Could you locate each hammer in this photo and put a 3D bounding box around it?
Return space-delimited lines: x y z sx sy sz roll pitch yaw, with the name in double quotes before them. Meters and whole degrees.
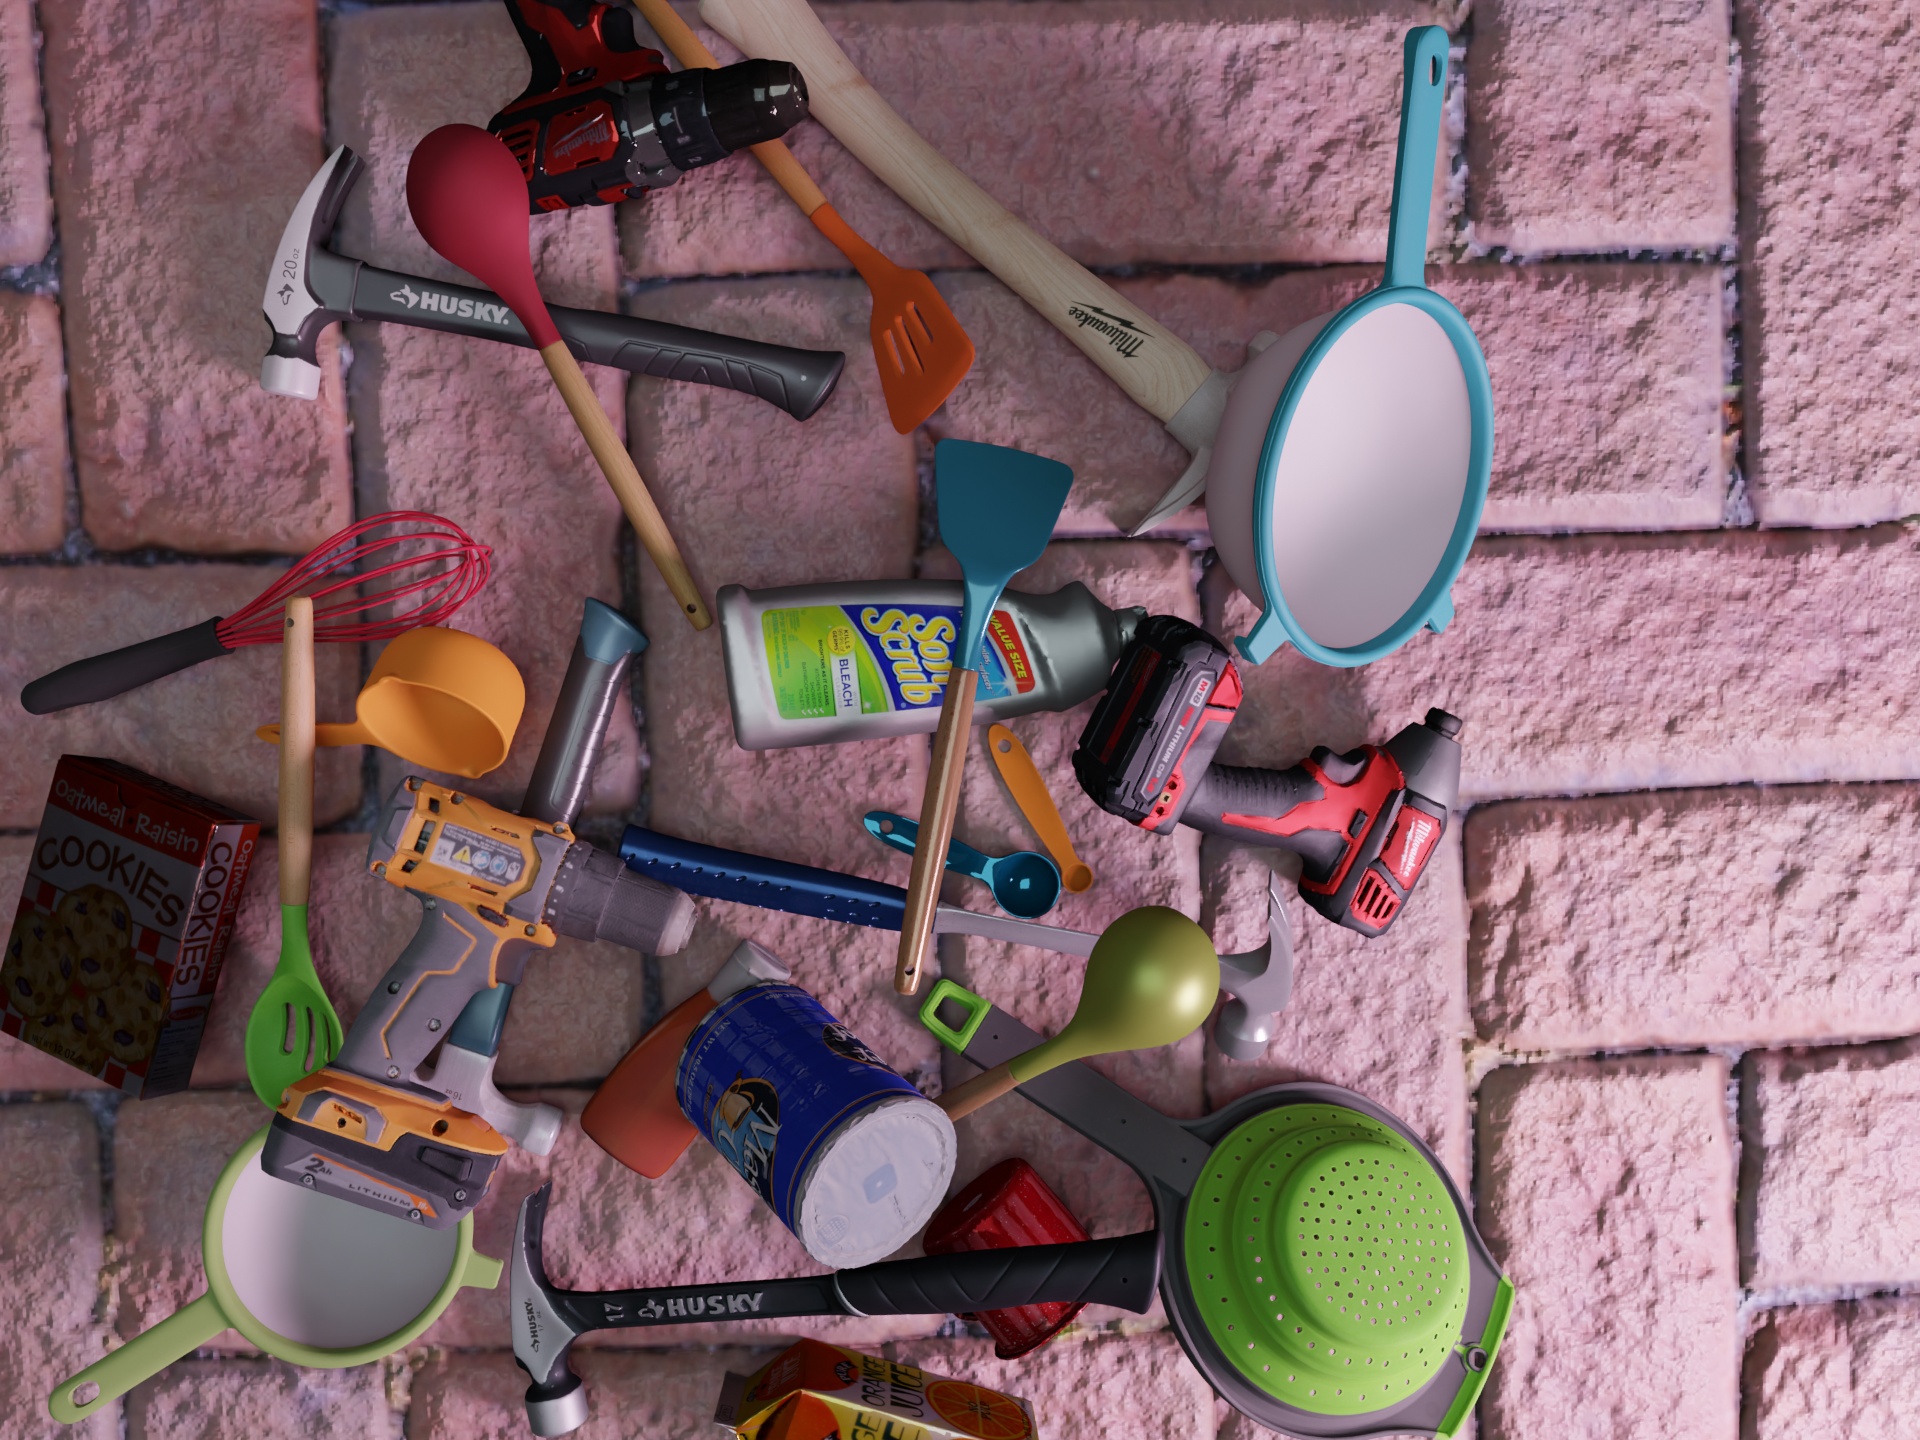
"hammer" -0.081 0.327 0.922 0.409 0.036 0.149 -10 91 16
"hammer" -0.235 -0.236 0.937 0.334 0.035 0.146 10 94 -3
"hammer" -0.256 0.089 0.956 0.128 0.033 0.331 19 92 -4
"hammer" 0.006 -0.287 0.943 0.410 0.038 0.146 40 93 -3
"hammer" -0.003 0.114 0.941 0.405 0.035 0.144 11 135 2

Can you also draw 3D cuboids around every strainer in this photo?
"strainer" 0.210 -0.204 0.893 0.211 0.095 0.340 -10 110 -39
"strainer" -0.406 0.325 0.937 0.256 0.069 0.151 -32 90 -7

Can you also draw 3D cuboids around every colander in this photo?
"colander" 0.152 0.261 0.923 0.397 0.094 0.204 32 65 6

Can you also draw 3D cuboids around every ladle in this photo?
"ladle" -0.223 -0.191 0.912 0.069 0.031 0.315 -25 104 9
"ladle" 0.014 0.205 0.923 0.320 0.062 0.078 -35 113 26

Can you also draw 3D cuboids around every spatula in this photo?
"spatula" -0.001 -0.003 0.901 0.082 0.044 0.317 11 89 -6
"spatula" -0.103 -0.316 0.932 0.322 0.041 0.081 51 133 -1

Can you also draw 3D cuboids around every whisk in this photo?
"whisk" -0.414 -0.057 0.930 0.296 0.073 0.073 -18 94 4

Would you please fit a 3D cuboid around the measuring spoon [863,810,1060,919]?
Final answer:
"measuring spoon" 0.001 0.083 0.977 0.128 0.021 0.042 22 98 6

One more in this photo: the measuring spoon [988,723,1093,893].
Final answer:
"measuring spoon" 0.048 0.054 0.979 0.021 0.011 0.117 -29 90 -1

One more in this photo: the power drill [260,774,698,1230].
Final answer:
"power drill" -0.267 0.163 0.895 0.185 0.084 0.226 20 79 -6

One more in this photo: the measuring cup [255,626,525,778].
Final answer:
"measuring cup" -0.337 -0.012 0.937 0.173 0.095 0.052 -3 51 21

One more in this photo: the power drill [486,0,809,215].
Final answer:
"power drill" -0.192 -0.412 0.892 0.188 0.080 0.226 -10 96 14

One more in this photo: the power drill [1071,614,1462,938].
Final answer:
"power drill" 0.190 0.028 0.931 0.219 0.079 0.143 24 98 -18

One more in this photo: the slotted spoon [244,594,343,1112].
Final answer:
"slotted spoon" -0.385 0.081 0.925 0.070 0.031 0.313 11 105 17
